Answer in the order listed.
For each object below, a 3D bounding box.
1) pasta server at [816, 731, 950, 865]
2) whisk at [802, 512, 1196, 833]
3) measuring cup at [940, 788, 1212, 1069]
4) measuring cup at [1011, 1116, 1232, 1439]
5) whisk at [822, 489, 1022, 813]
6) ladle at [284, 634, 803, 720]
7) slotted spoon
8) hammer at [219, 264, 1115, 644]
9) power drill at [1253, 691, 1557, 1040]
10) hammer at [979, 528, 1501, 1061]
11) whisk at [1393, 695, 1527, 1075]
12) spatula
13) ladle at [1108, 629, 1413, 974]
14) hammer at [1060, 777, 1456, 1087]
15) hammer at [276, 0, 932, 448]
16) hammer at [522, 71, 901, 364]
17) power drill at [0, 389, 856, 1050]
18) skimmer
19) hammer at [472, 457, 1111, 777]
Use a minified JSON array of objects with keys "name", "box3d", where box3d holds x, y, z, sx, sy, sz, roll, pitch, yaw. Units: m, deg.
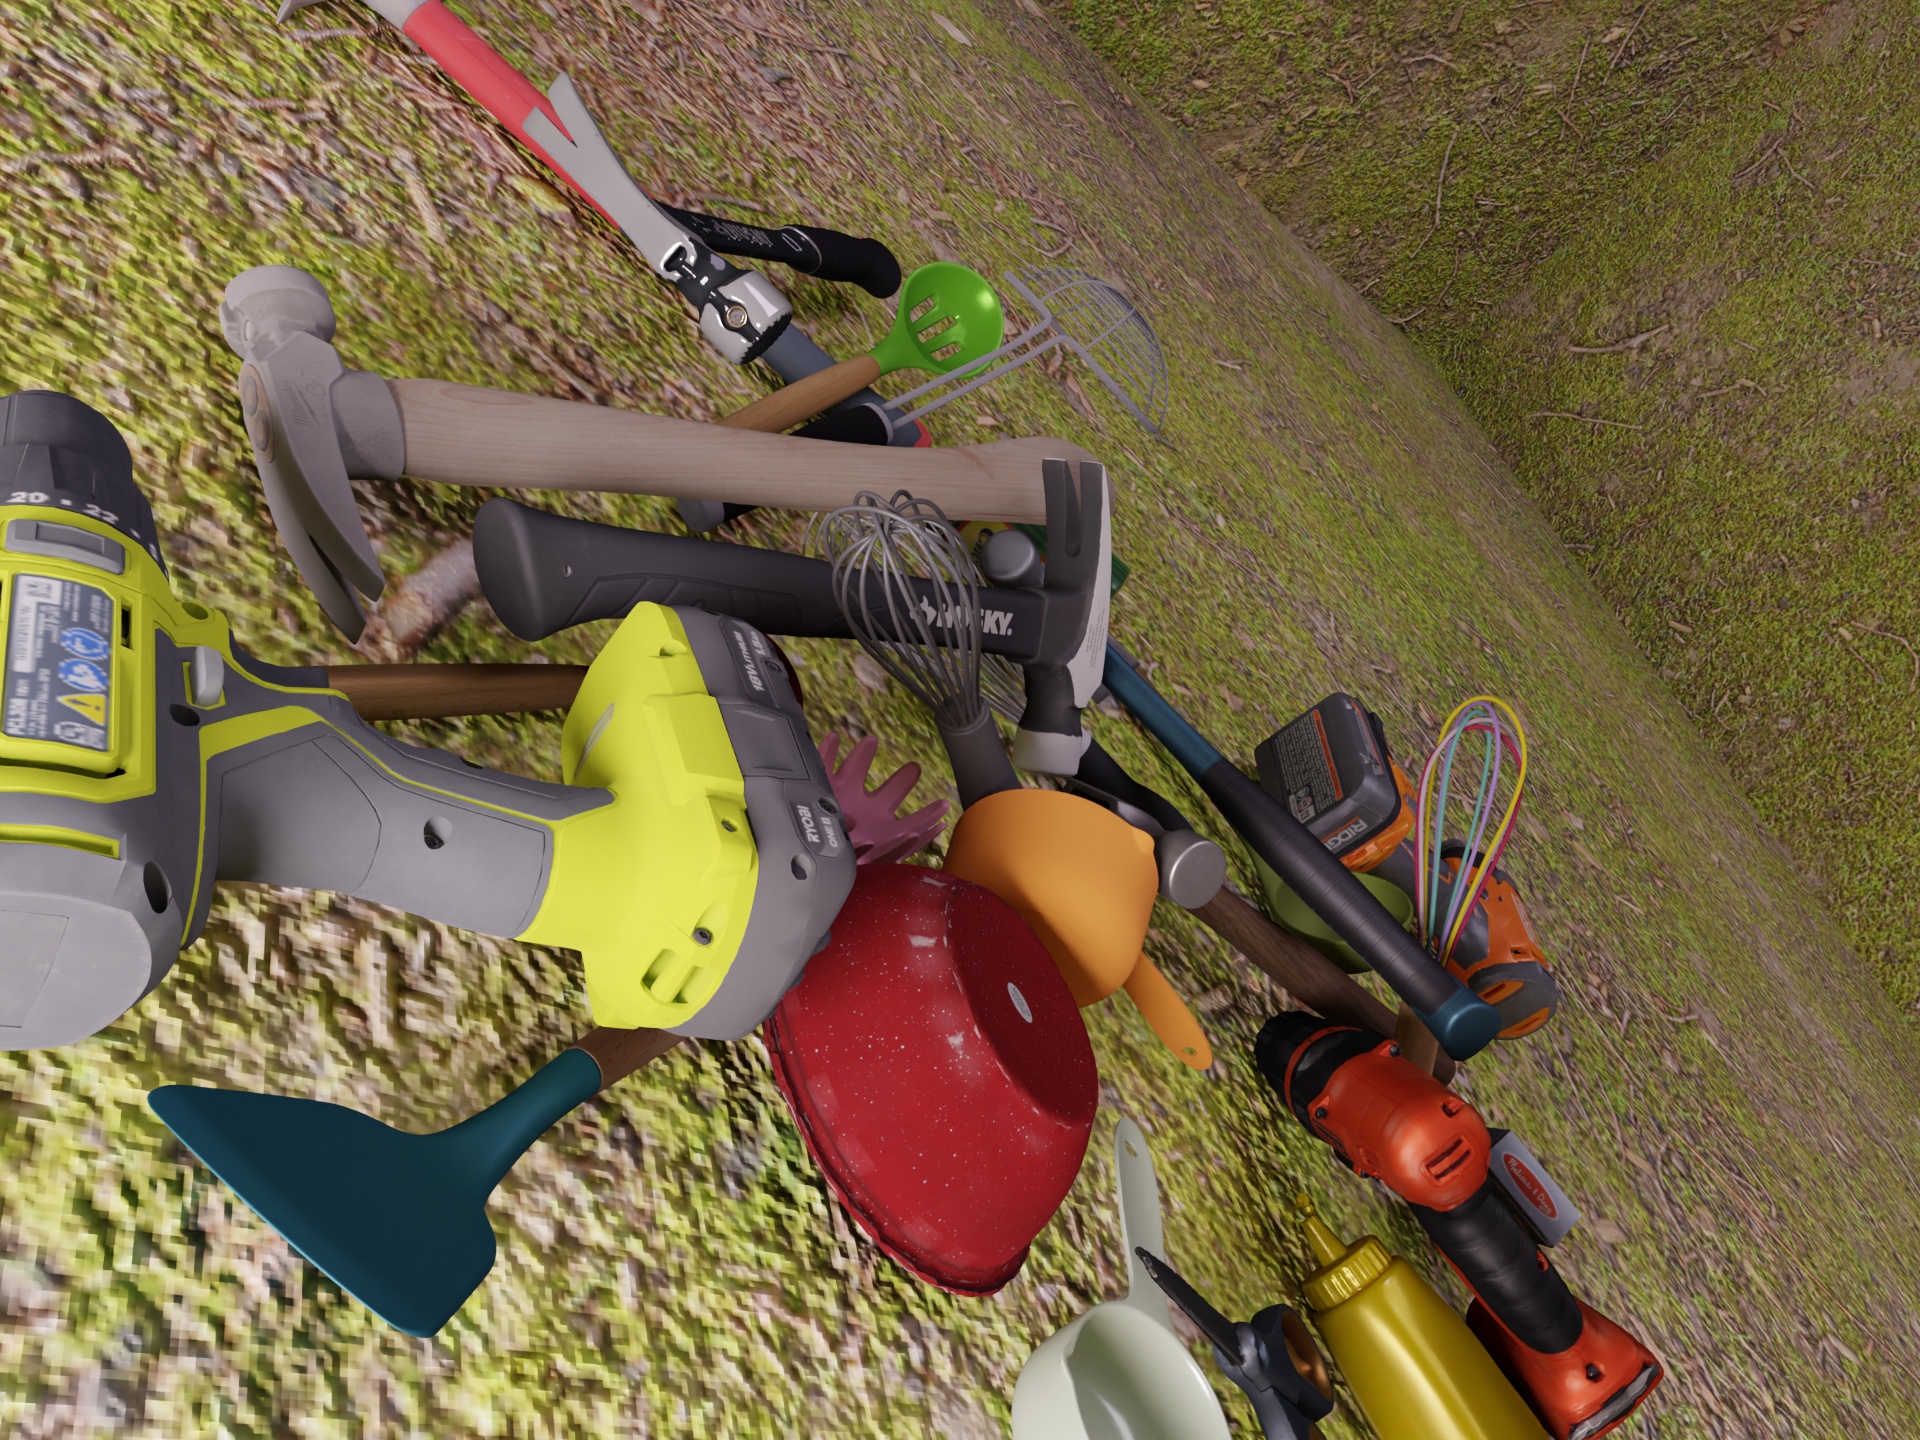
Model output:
[{"name":"pasta server","box3d":[-0.118,0.028,0.532,0.316,0.040,0.060,7,35,-52]},{"name":"whisk","box3d":[0.030,-0.009,0.796,0.284,0.070,0.070,44,26,-22]},{"name":"measuring cup","box3d":[0.055,0.106,0.654,0.173,0.095,0.052,53,37,-25]},{"name":"measuring cup","box3d":[0.052,0.207,0.549,0.083,0.038,0.168,39,26,-19]},{"name":"whisk","box3d":[-0.002,-0.001,0.636,0.238,0.055,0.055,69,4,-47]},{"name":"ladle","box3d":[-0.153,-0.012,0.546,0.315,0.031,0.069,-5,61,-57]},{"name":"slotted spoon","box3d":[-0.064,-0.182,0.840,0.070,0.031,0.314,60,39,-10]},{"name":"hammer","box3d":[-0.079,-0.098,0.666,0.410,0.038,0.146,-2,56,-42]},{"name":"power drill","box3d":[0.290,0.087,1.032,0.226,0.084,0.164,42,26,-23]},{"name":"hammer","box3d":[0.135,0.036,0.788,0.331,0.033,0.128,48,3,24]},{"name":"whisk","box3d":[0.236,0.108,0.780,0.047,0.245,0.051,13,11,27]},{"name":"spatula","box3d":[-0.093,0.089,0.478,0.082,0.044,0.317,35,22,13]},{"name":"ladle","box3d":[0.141,0.014,0.928,0.078,0.062,0.320,-24,70,-38]},{"name":"hammer","box3d":[0.158,0.116,0.796,0.331,0.031,0.130,37,-5,-38]},{"name":"hammer","box3d":[-0.170,-0.259,0.841,0.386,0.038,0.143,41,28,-15]},{"name":"hammer","box3d":[-0.099,-0.258,0.861,0.149,0.036,0.409,45,17,-2]},{"name":"power drill","box3d":[-0.156,0.000,0.422,0.228,0.080,0.191,14,36,-36]},{"name":"skimmer","box3d":[-0.013,-0.159,0.846,0.363,0.090,0.127,-34,79,-38]},{"name":"hammer","box3d":[-0.044,-0.052,0.632,0.035,0.146,0.334,13,6,39]}]
